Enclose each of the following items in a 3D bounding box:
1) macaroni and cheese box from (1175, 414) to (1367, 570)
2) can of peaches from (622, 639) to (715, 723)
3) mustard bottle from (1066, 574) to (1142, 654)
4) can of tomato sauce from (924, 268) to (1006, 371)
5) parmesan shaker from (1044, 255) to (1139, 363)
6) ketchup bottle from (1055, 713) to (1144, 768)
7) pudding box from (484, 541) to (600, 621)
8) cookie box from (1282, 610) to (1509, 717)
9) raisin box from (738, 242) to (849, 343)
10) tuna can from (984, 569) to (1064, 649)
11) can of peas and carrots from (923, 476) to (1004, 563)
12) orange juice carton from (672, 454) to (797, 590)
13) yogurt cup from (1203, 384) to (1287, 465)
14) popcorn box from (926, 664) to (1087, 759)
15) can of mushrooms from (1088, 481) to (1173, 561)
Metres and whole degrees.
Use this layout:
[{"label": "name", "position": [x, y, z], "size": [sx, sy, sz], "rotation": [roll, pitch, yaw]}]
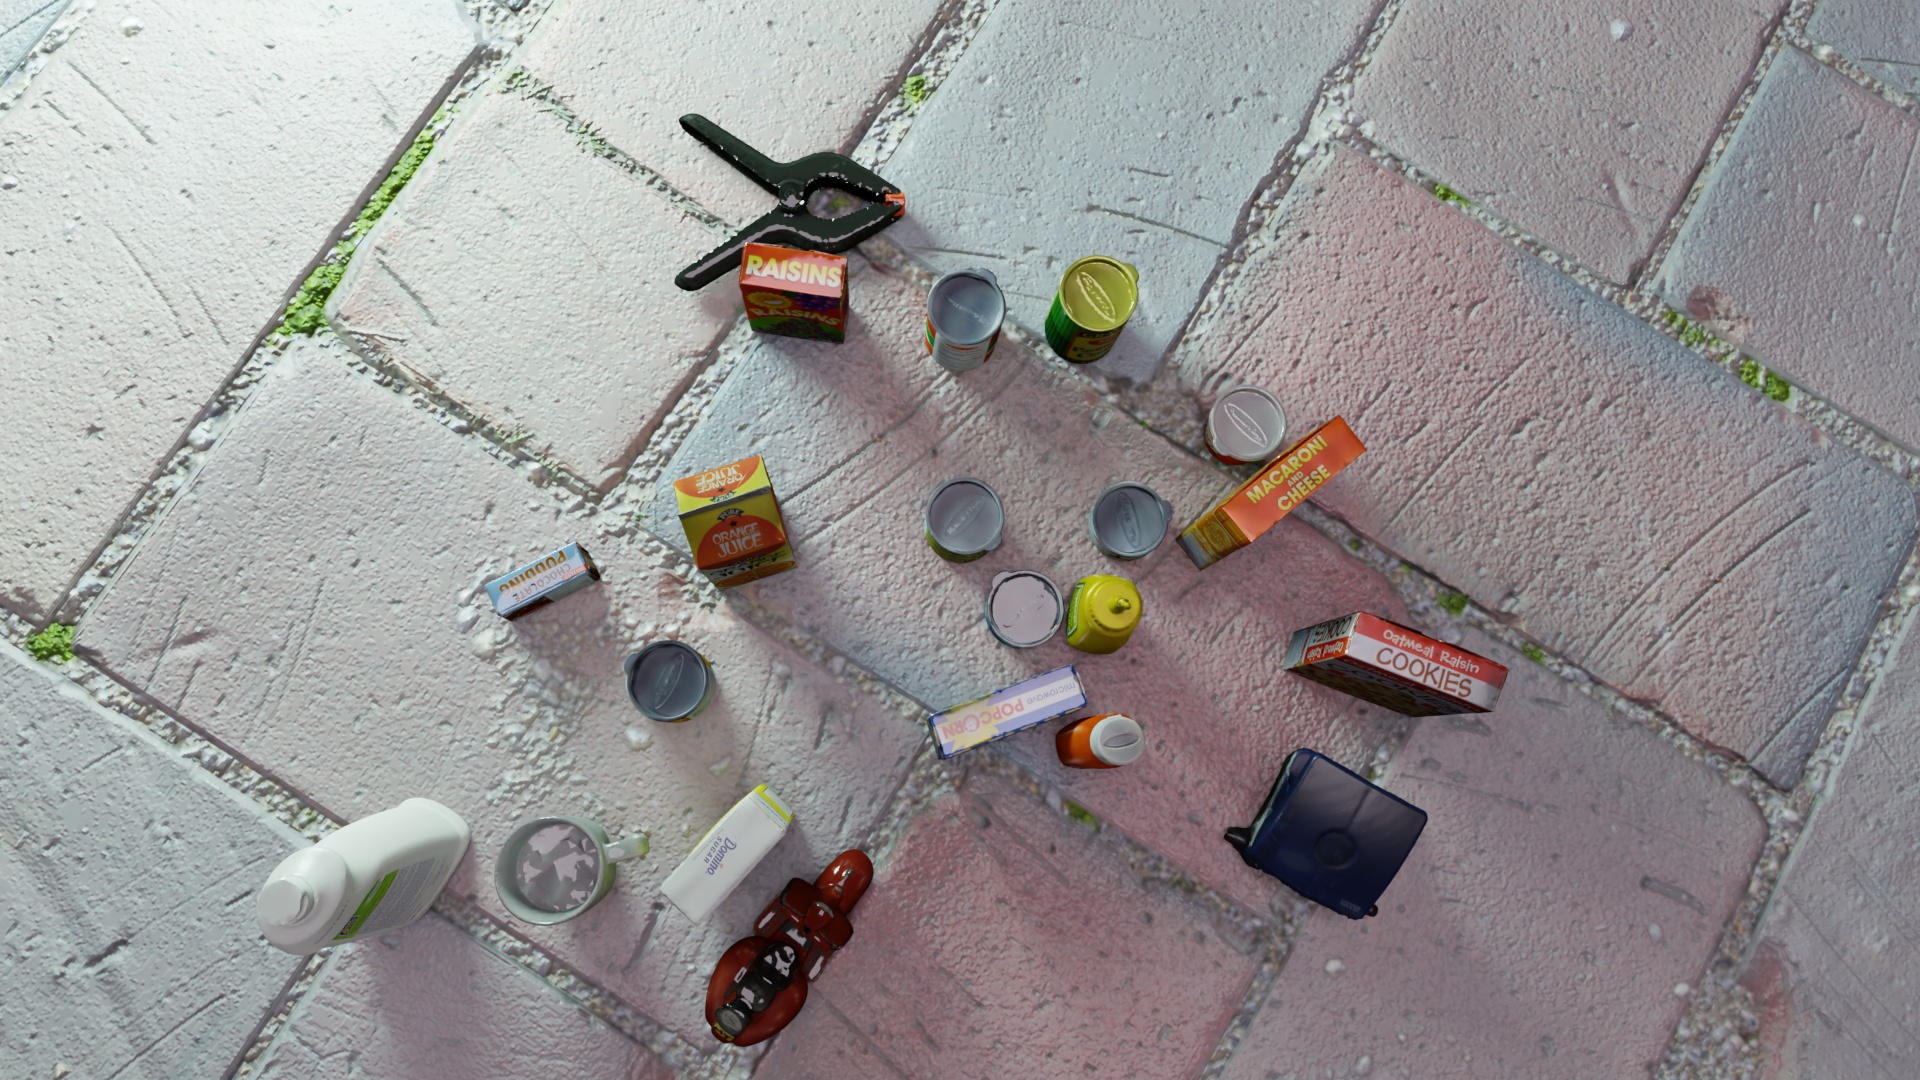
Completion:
[{"label": "macaroni and cheese box", "position": [0.252, -0.036, 1.149], "size": [0.124, 0.166, 0.040], "rotation": [-38, 85, -8]}, {"label": "can of peaches", "position": [-0.240, 0.116, 1.146], "size": [0.071, 0.058, 0.071], "rotation": [1, 81, -4]}, {"label": "mustard bottle", "position": [0.118, 0.056, 1.128], "size": [0.049, 0.160, 0.065], "rotation": [10, 80, -2]}, {"label": "can of tomato sauce", "position": [0.003, -0.191, 1.202], "size": [0.071, 0.083, 0.071], "rotation": [1, 81, -3]}, {"label": "parmesan shaker", "position": [0.114, -0.198, 1.200], "size": [0.071, 0.103, 0.071], "rotation": [1, 81, -3]}, {"label": "ketchup bottle", "position": [0.116, 0.161, 1.116], "size": [0.065, 0.148, 0.043], "rotation": [-11, 82, -5]}, {"label": "pudding box", "position": [-0.348, 0.035, 1.158], "size": [0.084, 0.049, 0.030], "rotation": [-27, 83, -8]}, {"label": "cookie box", "position": [0.348, 0.103, 1.131], "size": [0.123, 0.167, 0.040], "rotation": [21, 80, 0]}, {"label": "raisin box", "position": [-0.138, -0.208, 1.175], "size": [0.086, 0.123, 0.040], "rotation": [8, 81, -2]}, {"label": "tuna can", "position": [0.053, 0.058, 1.188], "size": [0.071, 0.032, 0.071], "rotation": [1, 80, -4]}, {"label": "can of peas and carrots", "position": [0.004, -0.015, 1.184], "size": [0.071, 0.058, 0.071], "rotation": [1, 81, -3]}, {"label": "orange juice carton", "position": [-0.178, -0.014, 1.104], "size": [0.072, 0.192, 0.073], "rotation": [-17, 82, -6]}, {"label": "yogurt cup", "position": [0.246, -0.098, 1.216], "size": [0.072, 0.054, 0.072], "rotation": [1, 80, -4]}, {"label": "popcorn box", "position": [0.037, 0.142, 1.146], "size": [0.127, 0.085, 0.038], "rotation": [-19, 83, -7]}, {"label": "can of mushrooms", "position": [0.147, -0.016, 1.206], "size": [0.071, 0.033, 0.071], "rotation": [1, 80, -4]}]
